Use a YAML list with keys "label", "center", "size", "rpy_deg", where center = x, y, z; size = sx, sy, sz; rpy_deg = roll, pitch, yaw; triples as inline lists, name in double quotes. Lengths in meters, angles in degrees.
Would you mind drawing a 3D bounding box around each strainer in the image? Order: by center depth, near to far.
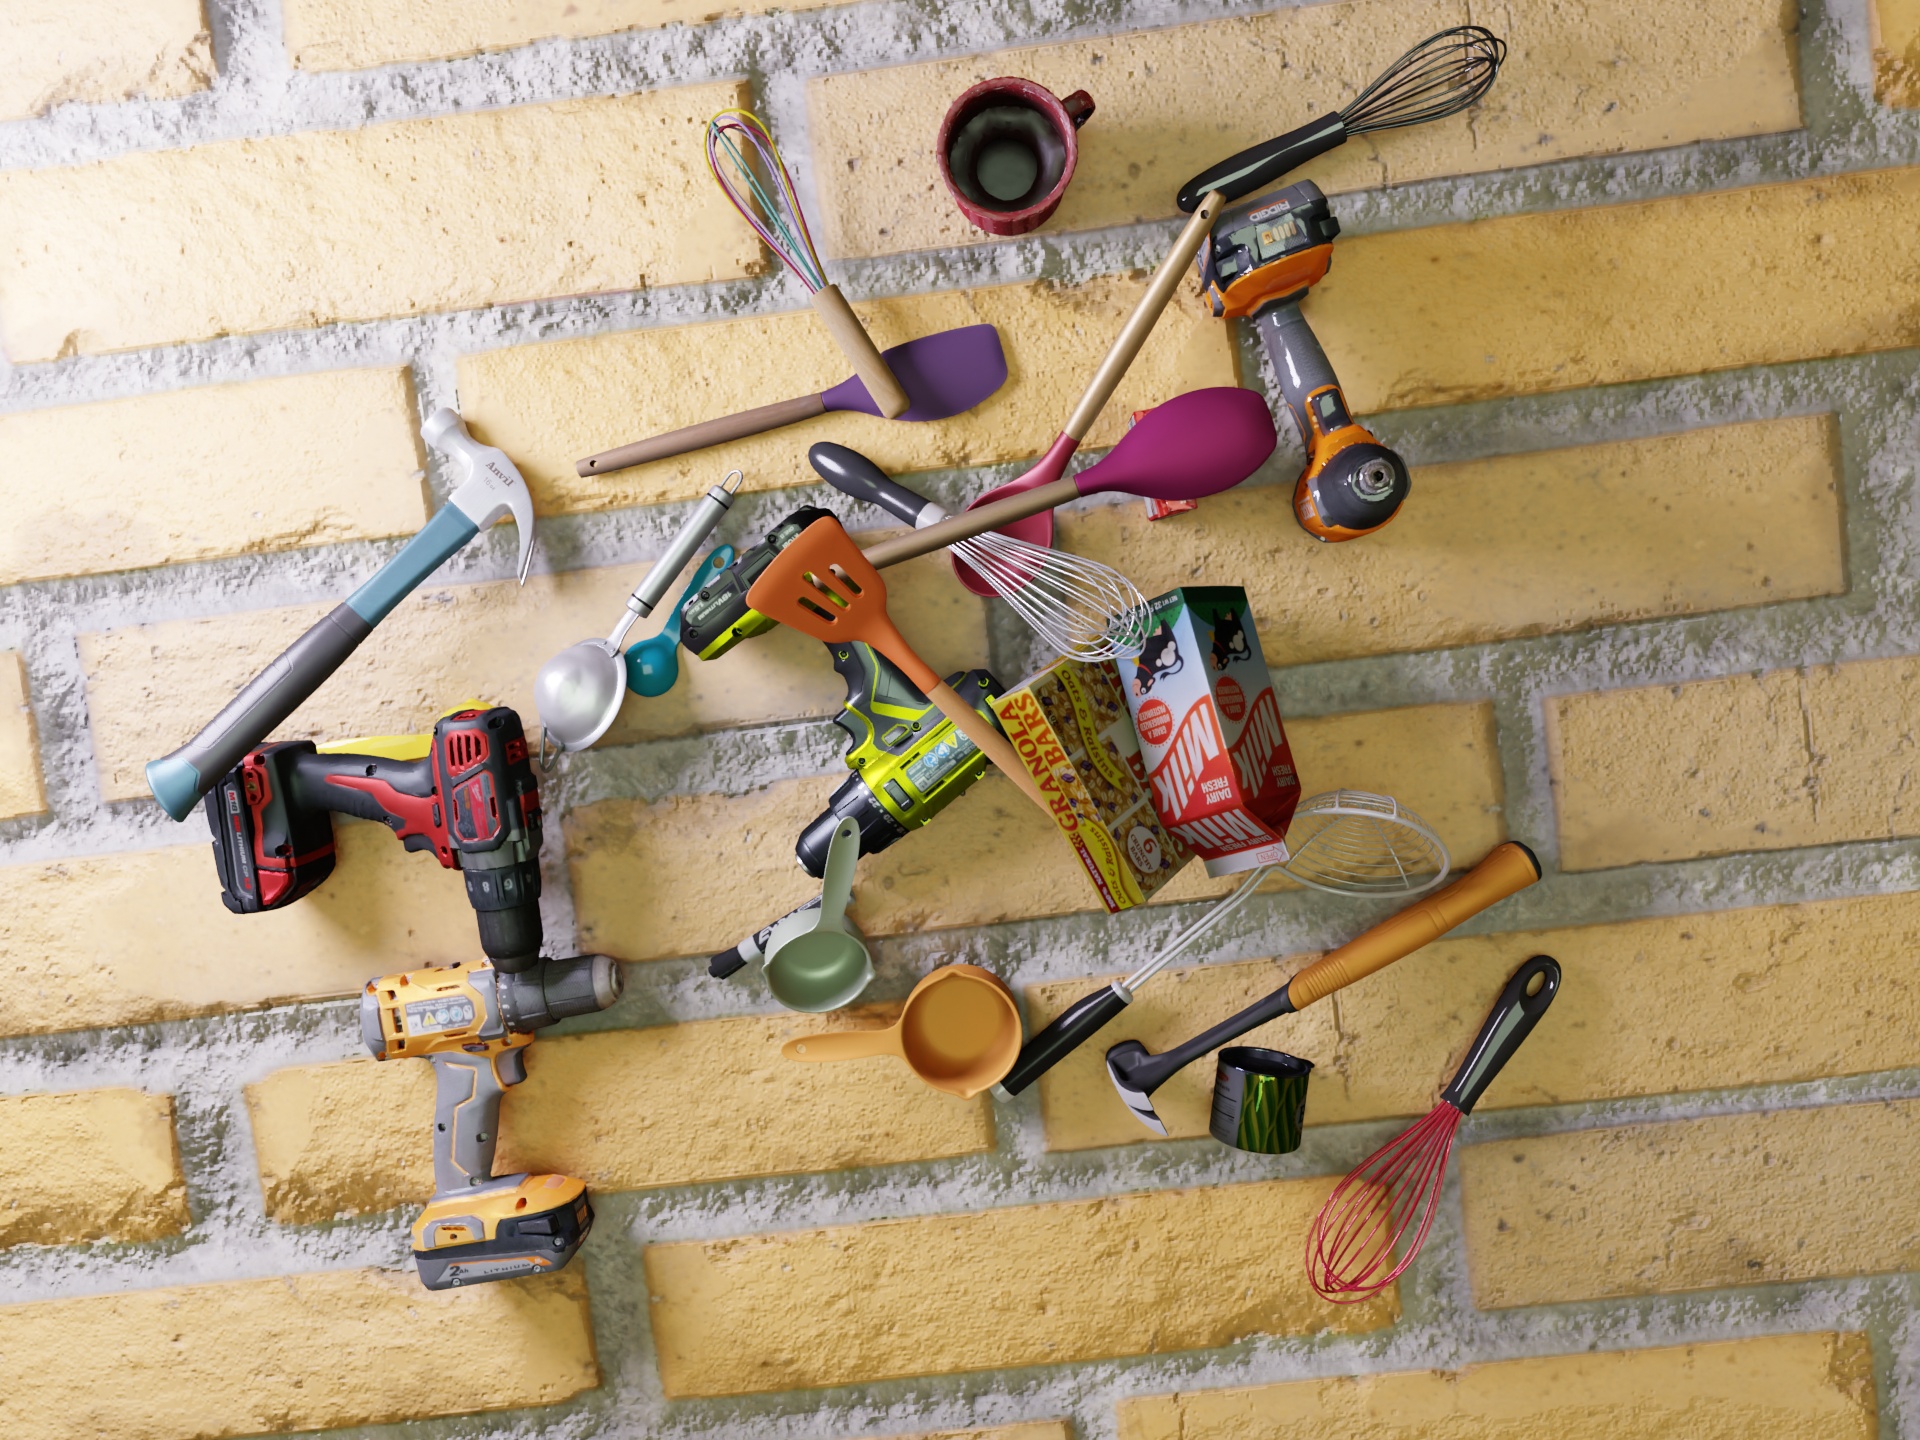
- label: "strainer"
  center: [-0.236, -0.076, 1.133]
  size: [0.087, 0.050, 0.258]
  rpy_deg: [34, 86, 38]

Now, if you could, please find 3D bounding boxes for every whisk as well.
- label: "whisk"
  center: [0.259, -0.407, 1.089]
  size: [0.239, 0.055, 0.055]
  rpy_deg: [-24, 94, 8]
- label: "whisk"
  center: [0.008, -0.121, 1.092]
  size: [0.285, 0.070, 0.070]
  rpy_deg: [32, 96, 19]
- label: "whisk"
  center: [-0.105, -0.318, 1.105]
  size: [0.047, 0.051, 0.245]
  rpy_deg: [-33, 91, -2]
- label: "whisk"
  center: [0.344, 0.293, 1.143]
  size: [0.073, 0.073, 0.296]
  rpy_deg: [34, 89, -1]

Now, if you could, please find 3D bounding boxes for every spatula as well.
- label: "spatula"
  center: [-0.002, -0.003, 1.069]
  size: [0.322, 0.041, 0.081]
  rpy_deg: [44, 101, -11]
- label: "spatula"
  center: [-0.121, -0.218, 1.133]
  size: [0.316, 0.018, 0.060]
  rpy_deg: [-14, 92, 2]

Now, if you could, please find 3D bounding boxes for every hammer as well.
- label: "hammer"
  center: [-0.427, -0.064, 1.099]
  size: [0.128, 0.033, 0.331]
  rpy_deg: [42, 75, 0]
- label: "hammer"
  center: [0.258, 0.180, 1.113]
  size: [0.337, 0.127, 0.034]
  rpy_deg: [-29, 95, -2]

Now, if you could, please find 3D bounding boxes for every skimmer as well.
- label: "skimmer"
  center: [0.173, 0.174, 1.120]
  size: [0.363, 0.090, 0.127]
  rpy_deg: [-40, 131, 8]

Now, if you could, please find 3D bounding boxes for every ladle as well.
- label: "ladle"
  center: [0.087, -0.214, 1.071]
  size: [0.069, 0.031, 0.315]
  rpy_deg: [35, 118, 4]

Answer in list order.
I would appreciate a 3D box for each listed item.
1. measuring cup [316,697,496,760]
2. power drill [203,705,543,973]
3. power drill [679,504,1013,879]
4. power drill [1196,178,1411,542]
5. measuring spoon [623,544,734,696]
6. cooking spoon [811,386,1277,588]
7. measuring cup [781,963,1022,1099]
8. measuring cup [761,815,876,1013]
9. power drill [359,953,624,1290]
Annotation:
- label: "measuring cup"
  center: [-0.405, 0.021, 1.158]
  size: [0.156, 0.029, 0.062]
  rpy_deg: [-6, 95, 1]
- label: "power drill"
  center: [-0.402, 0.091, 1.125]
  size: [0.226, 0.080, 0.188]
  rpy_deg: [-5, 99, 10]
- label: "power drill"
  center: [-0.090, -0.017, 1.118]
  size: [0.190, 0.080, 0.228]
  rpy_deg: [-40, 98, 4]
- label: "power drill"
  center: [0.232, -0.229, 1.047]
  size: [0.084, 0.164, 0.226]
  rpy_deg: [-20, 92, 4]
- label: "measuring spoon"
  center: [-0.203, -0.073, 1.146]
  size: [0.042, 0.021, 0.128]
  rpy_deg: [34, 95, -1]
- label: "cooking spoon"
  center: [0.052, -0.145, 1.045]
  size: [0.319, 0.017, 0.069]
  rpy_deg: [-19, 92, 5]
- label: "measuring cup"
  center: [-0.041, 0.225, 1.153]
  size: [0.173, 0.052, 0.095]
  rpy_deg: [-6, 95, 5]
- label: "measuring cup"
  center: [-0.094, 0.131, 1.126]
  size: [0.083, 0.038, 0.167]
  rpy_deg: [5, 117, -16]
- label: "power drill"
  center: [-0.324, 0.281, 1.156]
  size: [0.185, 0.084, 0.226]
  rpy_deg: [-10, 90, 2]
